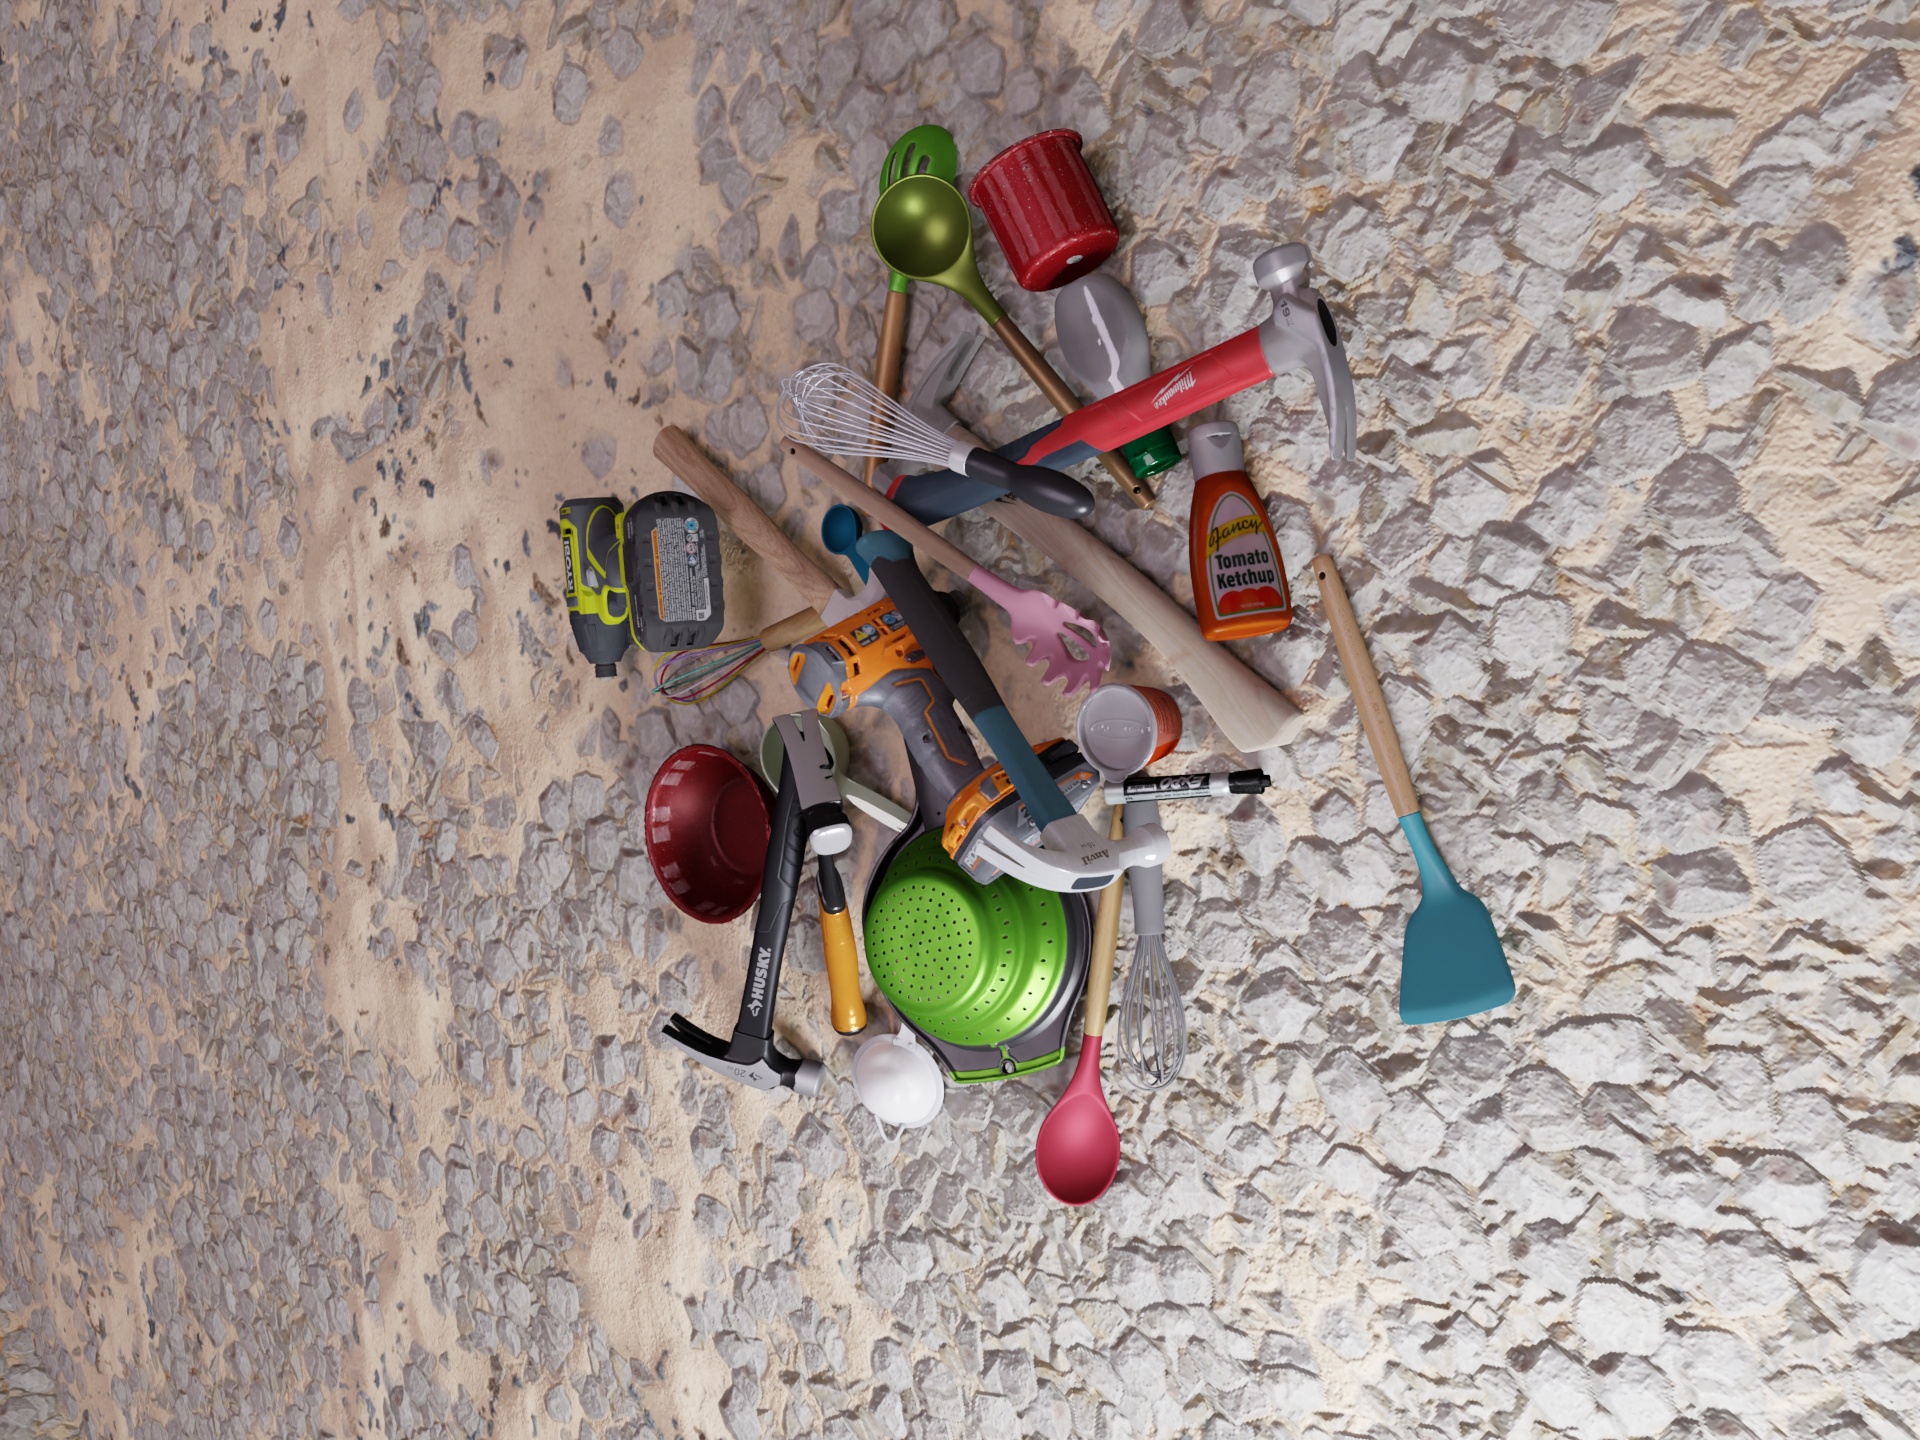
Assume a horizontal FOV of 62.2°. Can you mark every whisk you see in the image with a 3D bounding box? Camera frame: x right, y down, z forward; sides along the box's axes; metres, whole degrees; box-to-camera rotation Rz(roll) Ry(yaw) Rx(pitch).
[{"bbox_3d":[-0.022,-0.202,1.159,0.285,0.070,0.070,25,109,28],"label":"whisk"},{"bbox_3d":[0.137,0.156,1.179,0.055,0.055,0.239,-5,87,38],"label":"whisk"},{"bbox_3d":[-0.188,-0.066,1.407,0.245,0.051,0.047,-22,76,34],"label":"whisk"}]

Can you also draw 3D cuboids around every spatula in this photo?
[{"bbox_3d":[0.285,0.038,1.054,0.082,0.044,0.317,-24,79,40],"label":"spatula"}]

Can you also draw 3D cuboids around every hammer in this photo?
[{"bbox_3d":[0.016,-0.015,1.156,0.331,0.128,0.033,58,145,26],"label":"hammer"},{"bbox_3d":[-0.103,0.142,1.262,0.336,0.034,0.127,88,166,-48],"label":"hammer"},{"bbox_3d":[0.094,-0.189,1.125,0.386,0.038,0.143,-19,83,38],"label":"hammer"},{"bbox_3d":[0.099,-0.127,1.184,0.411,0.038,0.146,43,117,25],"label":"hammer"},{"bbox_3d":[-0.173,-0.159,1.368,0.332,0.031,0.130,44,113,34],"label":"hammer"},{"bbox_3d":[-0.164,0.164,1.358,0.146,0.035,0.334,14,111,6],"label":"hammer"}]

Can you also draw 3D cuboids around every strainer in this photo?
[{"bbox_3d":[-0.043,0.244,1.330,0.087,0.050,0.258,17,102,19],"label":"strainer"}]

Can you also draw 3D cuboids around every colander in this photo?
[{"bbox_3d":[-0.027,0.091,1.251,0.204,0.094,0.397,-18,80,27],"label":"colander"}]

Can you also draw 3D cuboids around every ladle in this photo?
[{"bbox_3d":[0.104,0.214,1.215,0.031,0.069,0.315,-152,68,-74],"label":"ladle"},{"bbox_3d":[0.042,-0.282,1.191,0.078,0.062,0.320,-40,76,13],"label":"ladle"}]

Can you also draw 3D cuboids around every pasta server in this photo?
[{"bbox_3d":[-0.015,-0.124,1.187,0.316,0.040,0.060,36,118,13],"label":"pasta server"}]

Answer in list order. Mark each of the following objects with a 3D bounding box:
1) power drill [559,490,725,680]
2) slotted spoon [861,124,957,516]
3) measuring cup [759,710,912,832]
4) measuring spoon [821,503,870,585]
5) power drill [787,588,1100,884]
[{"bbox_3d":[-0.296,-0.122,1.436,0.223,0.080,0.171,3,98,57],"label":"power drill"},{"bbox_3d":[-0.053,-0.320,1.287,0.070,0.031,0.313,17,106,30],"label":"slotted spoon"},{"bbox_3d":[-0.093,0.051,1.357,0.168,0.038,0.083,30,111,15],"label":"measuring cup"},{"bbox_3d":[-0.073,-0.128,1.320,0.042,0.021,0.129,-51,61,30],"label":"measuring spoon"},{"bbox_3d":[-0.002,-0.004,1.213,0.226,0.164,0.084,47,144,14],"label":"power drill"}]
